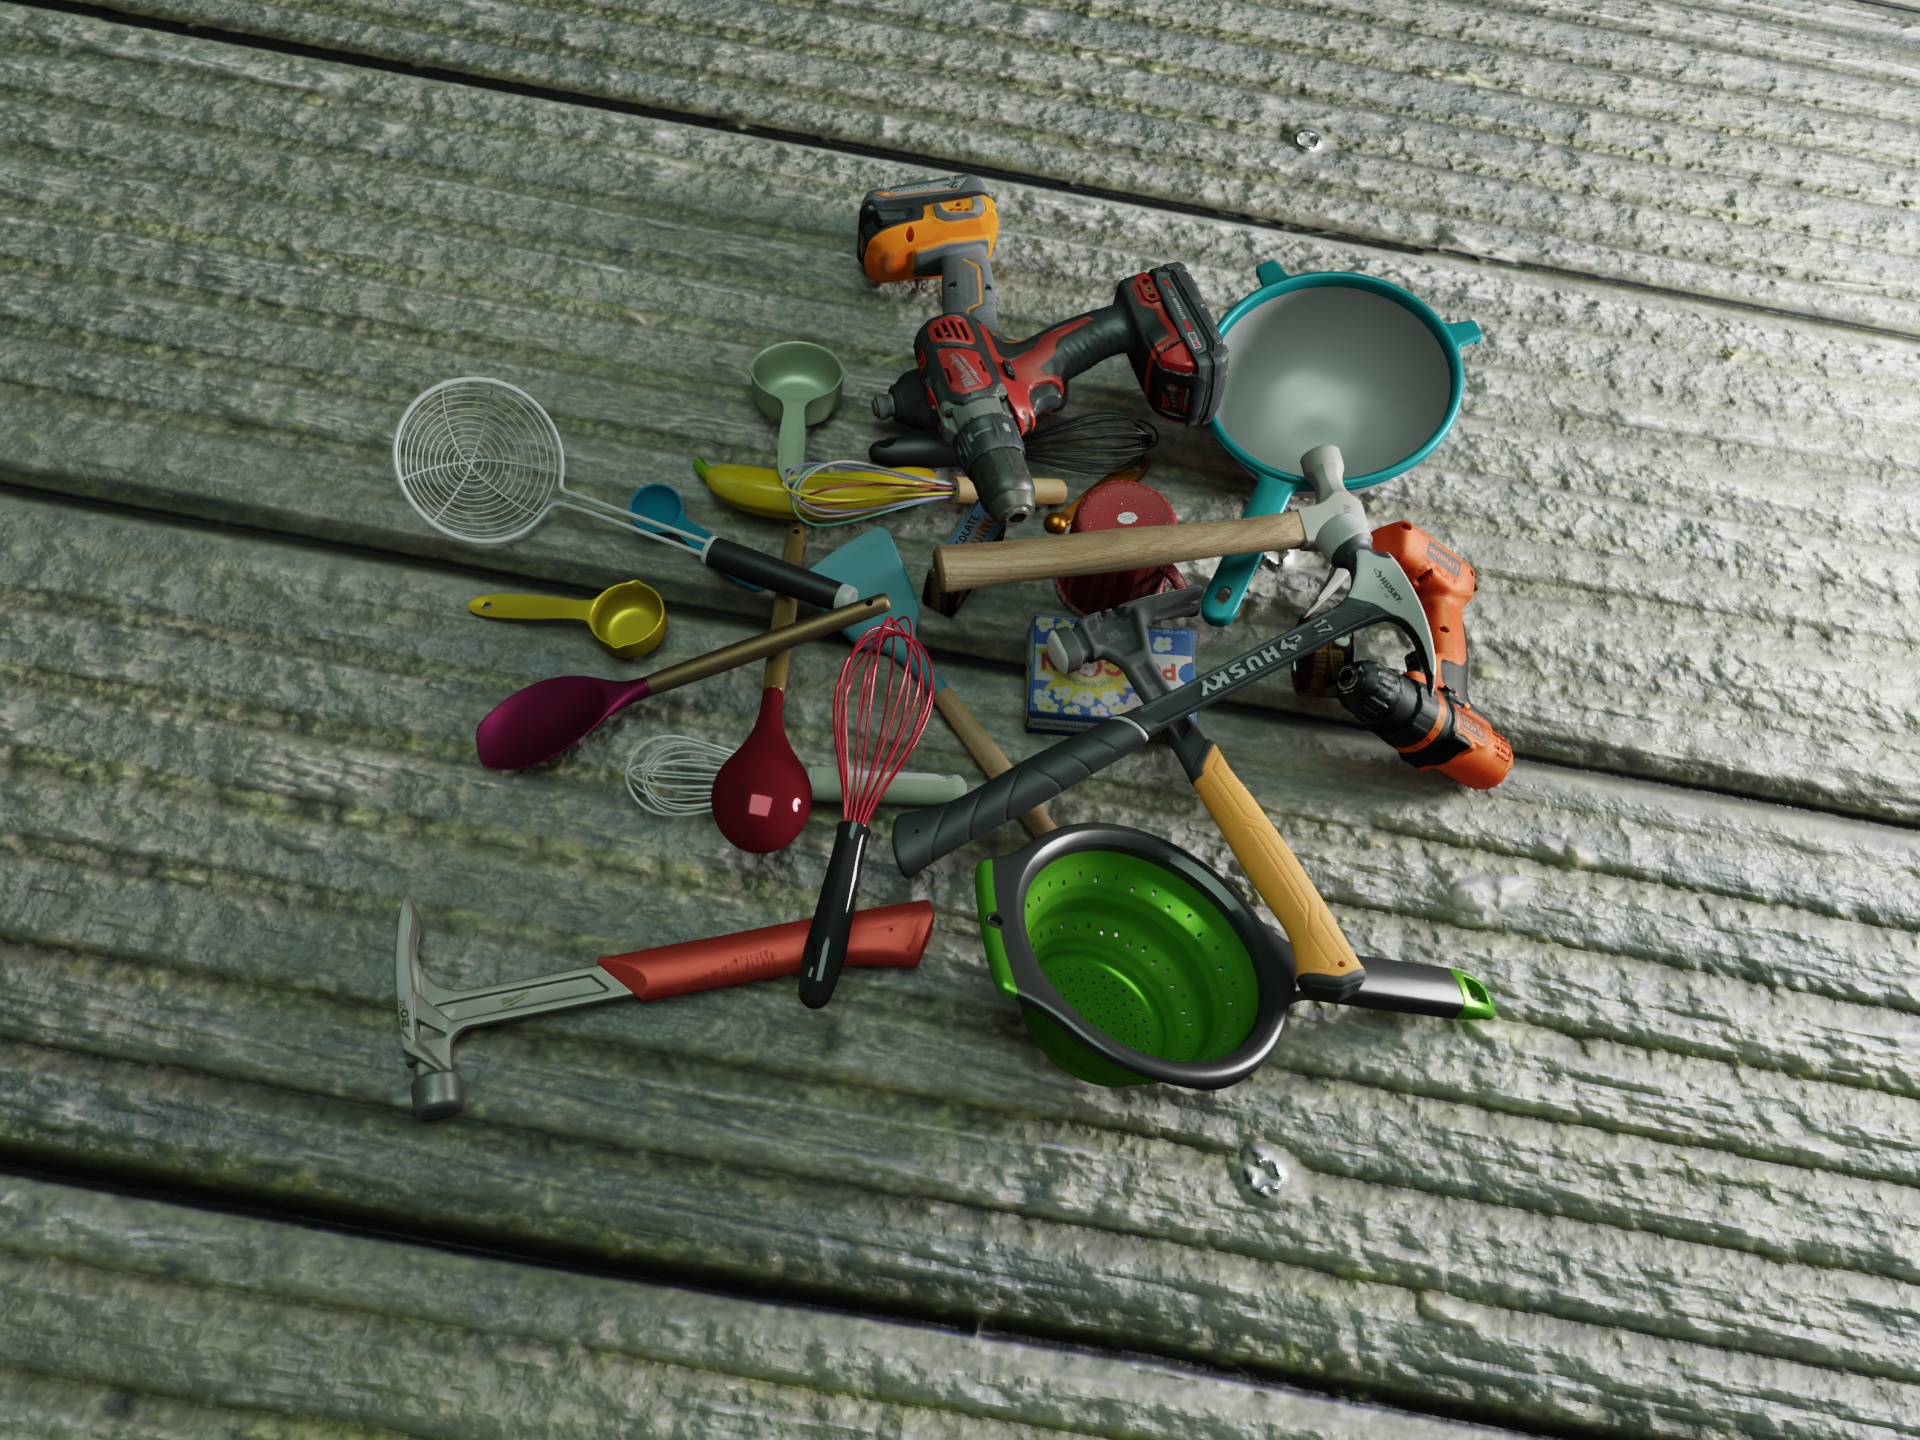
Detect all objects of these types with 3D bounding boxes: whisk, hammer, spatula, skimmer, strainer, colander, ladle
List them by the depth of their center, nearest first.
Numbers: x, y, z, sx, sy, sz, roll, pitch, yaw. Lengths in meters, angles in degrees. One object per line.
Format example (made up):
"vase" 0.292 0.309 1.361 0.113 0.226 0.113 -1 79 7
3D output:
"hammer" -0.196 0.161 1.081 0.359 0.036 0.149 -10 63 -10
"colander" 0.180 0.188 1.081 0.397 0.094 0.205 11 43 -20
"hammer" 0.136 0.002 1.099 0.409 0.036 0.149 -28 58 -4
"whisk" -0.069 0.057 1.100 0.073 0.073 0.296 11 64 0
"hammer" 0.189 0.046 1.116 0.127 0.034 0.337 -19 58 -15
"whisk" -0.117 0.044 1.148 0.246 0.058 0.059 3 96 -9
"ladle" -0.134 -0.038 1.168 0.069 0.031 0.316 7 48 -6
"hammer" 0.144 -0.127 1.179 0.331 0.031 0.130 -8 69 -10
"spatula" -0.002 -0.004 1.185 0.082 0.044 0.318 -34 71 -10
"skimmer" -0.251 -0.155 1.196 0.363 0.090 0.127 21 83 14
"whisk" -0.024 -0.179 1.251 0.245 0.047 0.051 -3 91 -26
"strainer" 0.274 -0.206 1.301 0.211 0.095 0.340 22 73 17
"whisk" 0.044 -0.227 1.308 0.239 0.055 0.055 -2 62 -1

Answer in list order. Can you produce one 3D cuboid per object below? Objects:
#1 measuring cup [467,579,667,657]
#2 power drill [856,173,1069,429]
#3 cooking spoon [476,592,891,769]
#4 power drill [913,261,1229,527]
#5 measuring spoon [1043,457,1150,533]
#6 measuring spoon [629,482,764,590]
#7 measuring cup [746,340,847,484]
"measuring cup" -0.298 -0.077 1.211 0.156 0.029 0.062 4 61 10
"power drill" -0.018 -0.346 1.349 0.164 0.084 0.227 -14 68 -12
"cooking spoon" -0.202 -0.033 1.155 0.319 0.017 0.069 -20 58 2
"power drill" 0.090 -0.252 1.237 0.226 0.080 0.188 -16 64 -7
"measuring spoon" 0.115 -0.189 1.314 0.117 0.011 0.021 -36 71 -22
"measuring spoon" -0.205 -0.139 1.257 0.128 0.021 0.042 36 75 3
"measuring cup" -0.135 -0.240 1.290 0.083 0.038 0.168 2 53 -4
